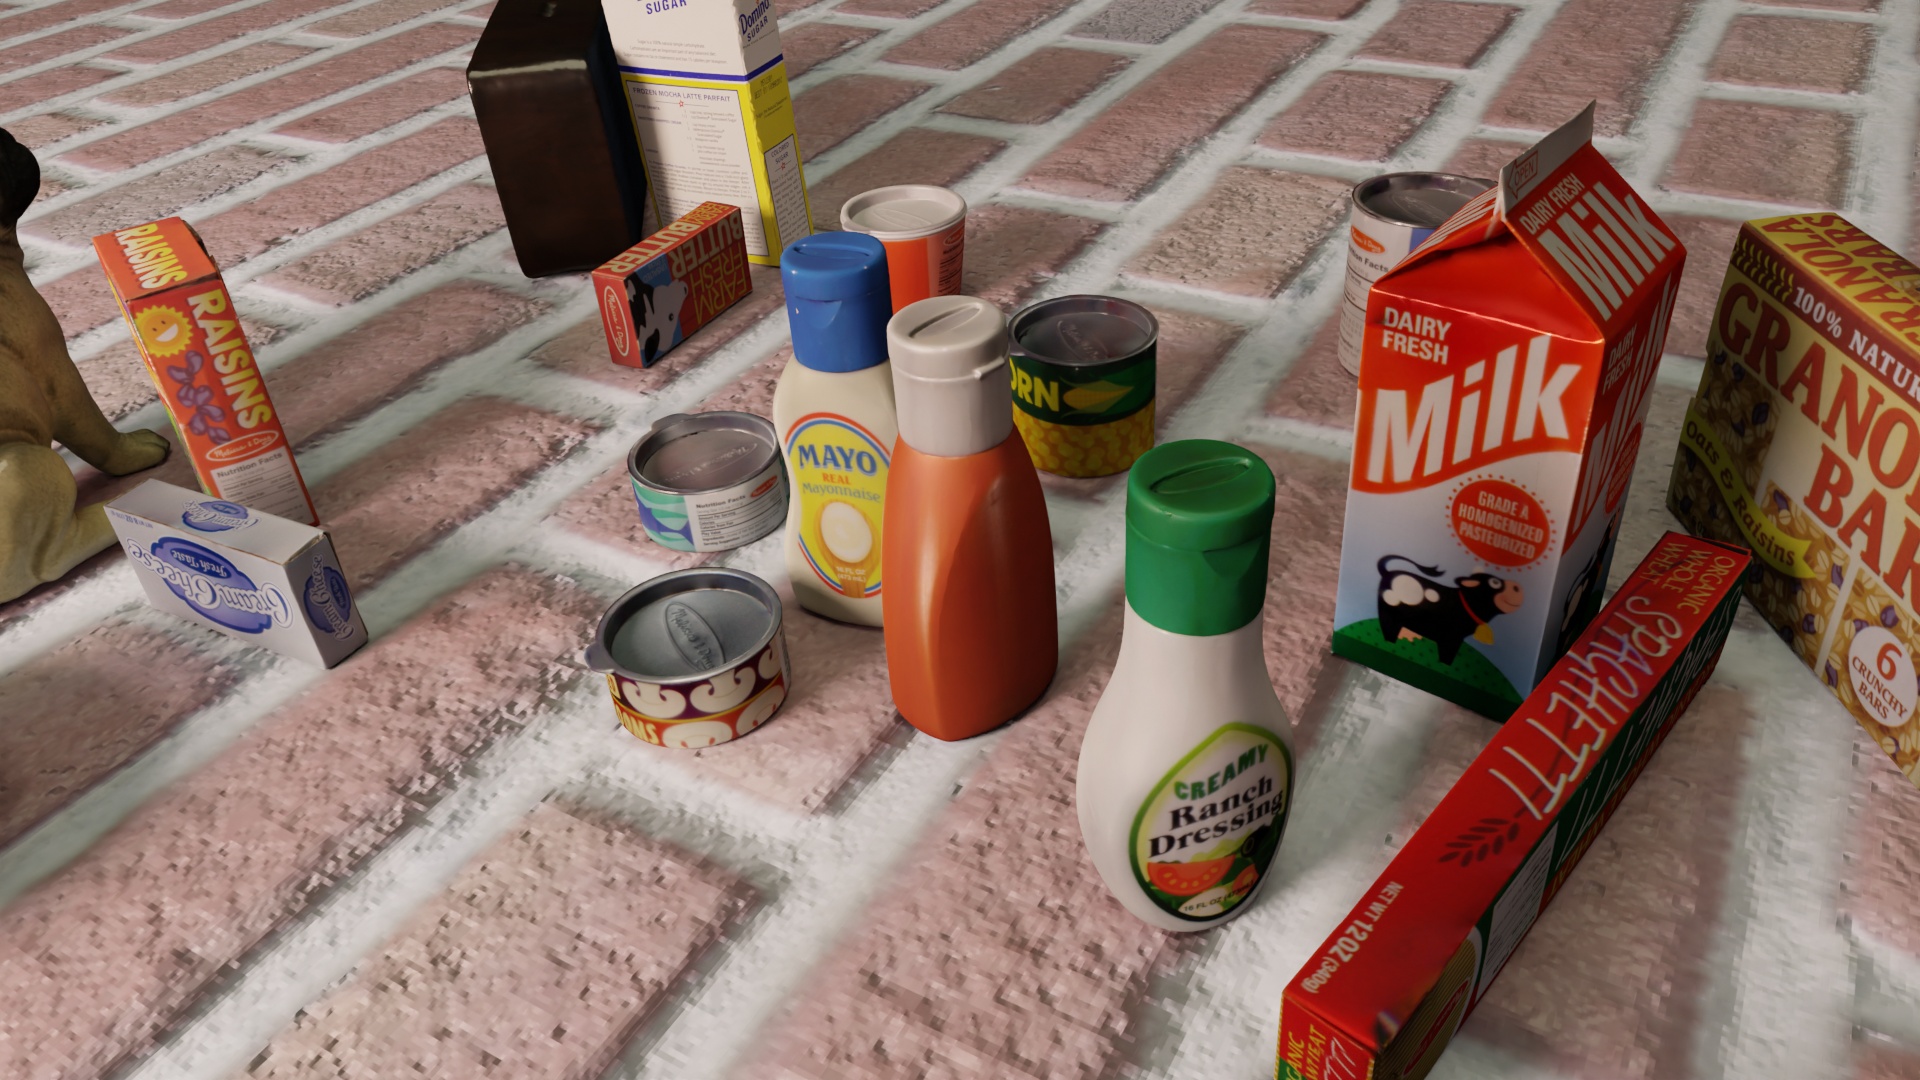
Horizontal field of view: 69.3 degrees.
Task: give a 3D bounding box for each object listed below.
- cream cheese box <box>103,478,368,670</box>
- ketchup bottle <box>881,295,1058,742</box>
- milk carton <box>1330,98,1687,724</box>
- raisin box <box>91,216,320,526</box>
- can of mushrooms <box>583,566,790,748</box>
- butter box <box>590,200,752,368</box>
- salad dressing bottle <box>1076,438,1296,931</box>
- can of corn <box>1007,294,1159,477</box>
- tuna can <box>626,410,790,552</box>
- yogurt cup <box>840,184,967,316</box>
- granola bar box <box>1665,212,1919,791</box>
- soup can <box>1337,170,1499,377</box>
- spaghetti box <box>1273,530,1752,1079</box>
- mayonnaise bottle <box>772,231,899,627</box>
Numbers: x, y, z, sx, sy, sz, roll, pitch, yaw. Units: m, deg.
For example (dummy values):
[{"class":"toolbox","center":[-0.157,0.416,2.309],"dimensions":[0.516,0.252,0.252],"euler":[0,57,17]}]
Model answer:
[{"class":"cream cheese box","center":[-0.284,0.012,0.546],"dimensions":[0.104,0.053,0.024],"euler":[14,39,24]},{"class":"ketchup bottle","center":[0.002,-0.006,0.457],"dimensions":[0.065,0.148,0.043],"euler":[-31,43,-32]},{"class":"milk carton","center":[0.176,-0.040,0.450],"dimensions":[0.073,0.189,0.073],"euler":[23,43,33]},{"class":"raisin box","center":[-0.327,-0.068,0.604],"dimensions":[0.040,0.122,0.086],"euler":[-25,40,-26]},{"class":"can of mushrooms","center":[-0.097,0.042,0.500],"dimensions":[0.071,0.033,0.071],"euler":[-3,35,2]},{"class":"butter box","center":[-0.152,-0.138,0.744],"dimensions":[0.024,0.052,0.104],"euler":[14,39,24]},{"class":"salad dressing bottle","center":[0.063,0.043,0.382],"dimensions":[0.064,0.146,0.044],"euler":[-16,37,-16]},{"class":"can of corn","center":[0.052,-0.068,0.618],"dimensions":[0.071,0.058,0.071],"euler":[-3,35,2]},{"class":"tuna can","center":[-0.109,-0.027,0.599],"dimensions":[0.071,0.032,0.071],"euler":[-3,35,2]},{"class":"yogurt cup","center":[-0.029,-0.156,0.755],"dimensions":[0.072,0.053,0.073],"euler":[-3,35,2]},{"class":"granola bar box","center":[0.305,-0.020,0.464],"dimensions":[0.039,0.123,0.166],"euler":[-5,35,-1]},{"class":"soup can","center":[0.217,-0.123,0.655],"dimensions":[0.071,0.083,0.072],"euler":[-3,35,2]},{"class":"spaghetti box","center":[0.171,0.075,0.409],"dimensions":[0.029,0.050,0.251],"euler":[25,45,35]},{"class":"mayonnaise bottle","center":[-0.039,-0.037,0.506],"dimensions":[0.065,0.147,0.041],"euler":[8,37,17]}]
